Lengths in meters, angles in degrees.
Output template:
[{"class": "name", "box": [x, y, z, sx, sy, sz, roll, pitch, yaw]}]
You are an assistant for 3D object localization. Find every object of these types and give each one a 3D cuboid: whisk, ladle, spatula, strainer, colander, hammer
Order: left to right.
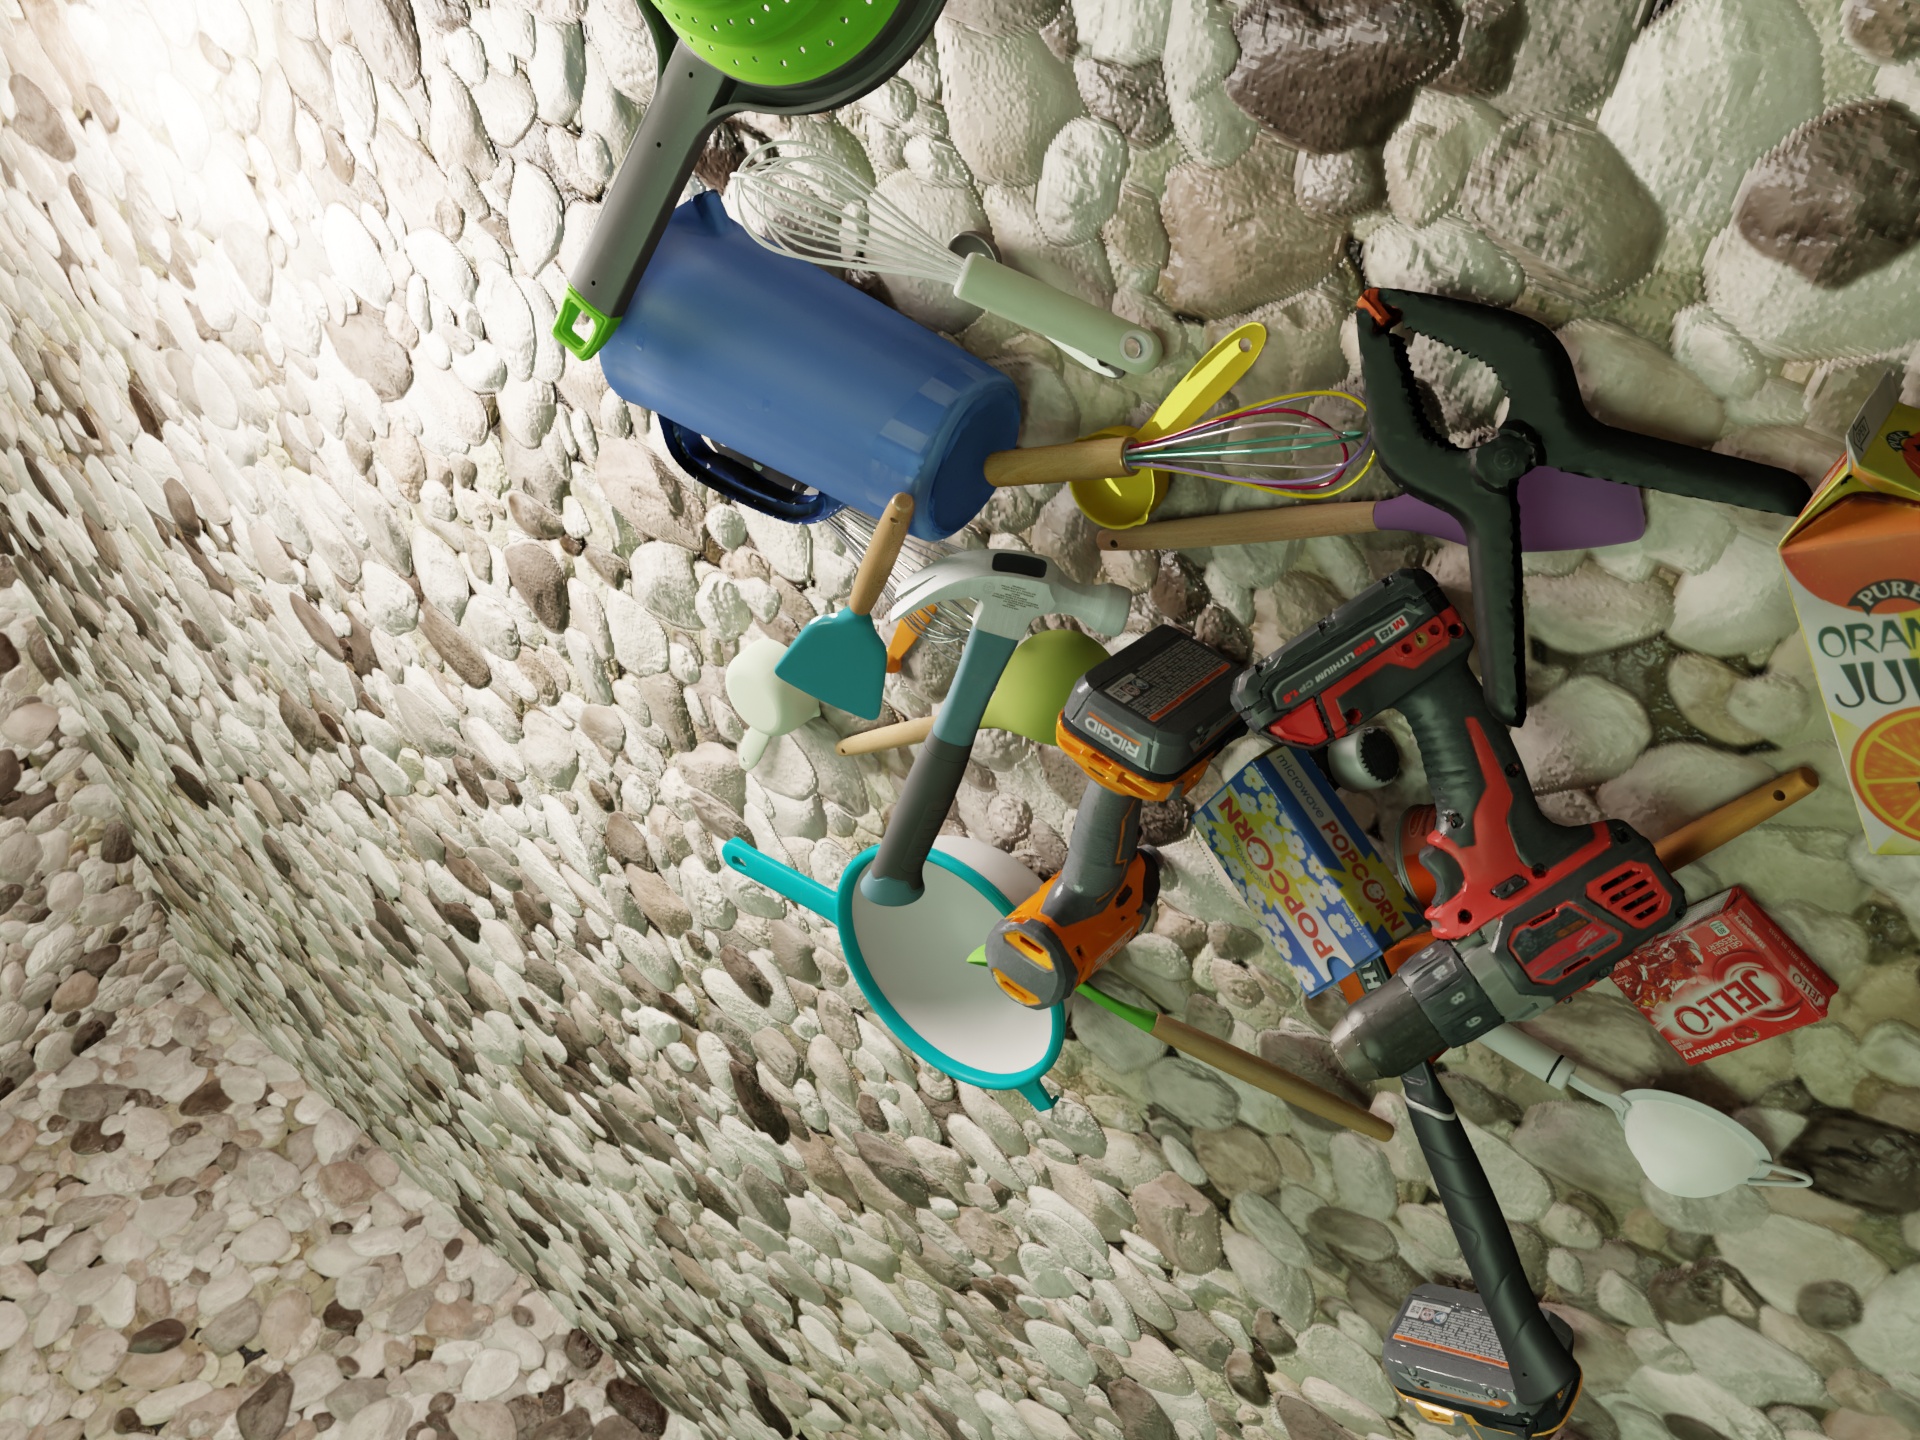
[{"class": "colander", "box": [-0.147, -0.347, 0.813, 0.204, 0.094, 0.397, 42, 122, 9]}, {"class": "whisk", "box": [-0.072, -0.132, 1.069, 0.285, 0.070, 0.070, 38, 142, 25]}, {"class": "spatula", "box": [-0.062, -0.071, 1.006, 0.082, 0.044, 0.317, 26, 163, -3]}, {"class": "strainer", "box": [-0.036, 0.145, 1.231, 0.341, 0.095, 0.210, 22, 129, 33]}, {"class": "hammer", "box": [-0.007, 0.018, 1.009, 0.128, 0.033, 0.330, 17, 136, -6]}, {"class": "whisk", "box": [-0.005, -0.239, 0.841, 0.246, 0.058, 0.059, 22, -174, -8]}, {"class": "ladle", "box": [-0.002, -0.004, 1.124, 0.078, 0.062, 0.320, 57, 150, -12]}, {"class": "whisk", "box": [0.108, -0.138, 0.844, 0.245, 0.051, 0.047, 3, 120, 42]}, {"class": "spatula", "box": [0.197, -0.108, 0.837, 0.316, 0.018, 0.059, 0, 120, 45]}, {"class": "hammer", "box": [0.265, 0.210, 0.942, 0.149, 0.036, 0.409, -25, 87, 52]}, {"class": "spatula", "box": [0.328, 0.107, 0.867, 0.081, 0.041, 0.322, 58, 144, 14]}, {"class": "strainer", "box": [0.359, 0.213, 0.932, 0.259, 0.050, 0.086, 31, 153, 29]}]

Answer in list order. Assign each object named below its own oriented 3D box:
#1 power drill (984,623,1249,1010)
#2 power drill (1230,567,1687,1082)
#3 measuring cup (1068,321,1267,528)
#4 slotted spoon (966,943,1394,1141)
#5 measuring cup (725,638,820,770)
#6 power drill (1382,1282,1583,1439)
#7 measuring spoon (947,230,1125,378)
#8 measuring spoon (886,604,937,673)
[{"class": "power drill", "box": [0.103, 0.058, 0.984, 0.084, 0.164, 0.226, 33, 128, 22]}, {"class": "power drill", "box": [0.227, 0.056, 0.809, 0.188, 0.080, 0.227, -35, 85, 10]}, {"class": "measuring cup", "box": [0.119, -0.165, 0.872, 0.062, 0.029, 0.156, 51, 132, 5]}, {"class": "slotted spoon", "box": [0.151, 0.213, 1.068, 0.313, 0.031, 0.070, 26, 166, -5]}, {"class": "measuring cup", "box": [-0.167, 0.002, 1.289, 0.083, 0.038, 0.167, 43, 141, 10]}, {"class": "power drill", "box": [0.410, 0.505, 1.098, 0.185, 0.084, 0.226, -5, 122, 47]}, {"class": "measuring spoon", "box": [0.045, -0.234, 0.894, 0.124, 0.018, 0.034, 39, 143, 4]}, {"class": "measuring spoon", "box": [-0.037, -0.066, 1.120, 0.021, 0.011, 0.117, 44, 143, 8]}]
